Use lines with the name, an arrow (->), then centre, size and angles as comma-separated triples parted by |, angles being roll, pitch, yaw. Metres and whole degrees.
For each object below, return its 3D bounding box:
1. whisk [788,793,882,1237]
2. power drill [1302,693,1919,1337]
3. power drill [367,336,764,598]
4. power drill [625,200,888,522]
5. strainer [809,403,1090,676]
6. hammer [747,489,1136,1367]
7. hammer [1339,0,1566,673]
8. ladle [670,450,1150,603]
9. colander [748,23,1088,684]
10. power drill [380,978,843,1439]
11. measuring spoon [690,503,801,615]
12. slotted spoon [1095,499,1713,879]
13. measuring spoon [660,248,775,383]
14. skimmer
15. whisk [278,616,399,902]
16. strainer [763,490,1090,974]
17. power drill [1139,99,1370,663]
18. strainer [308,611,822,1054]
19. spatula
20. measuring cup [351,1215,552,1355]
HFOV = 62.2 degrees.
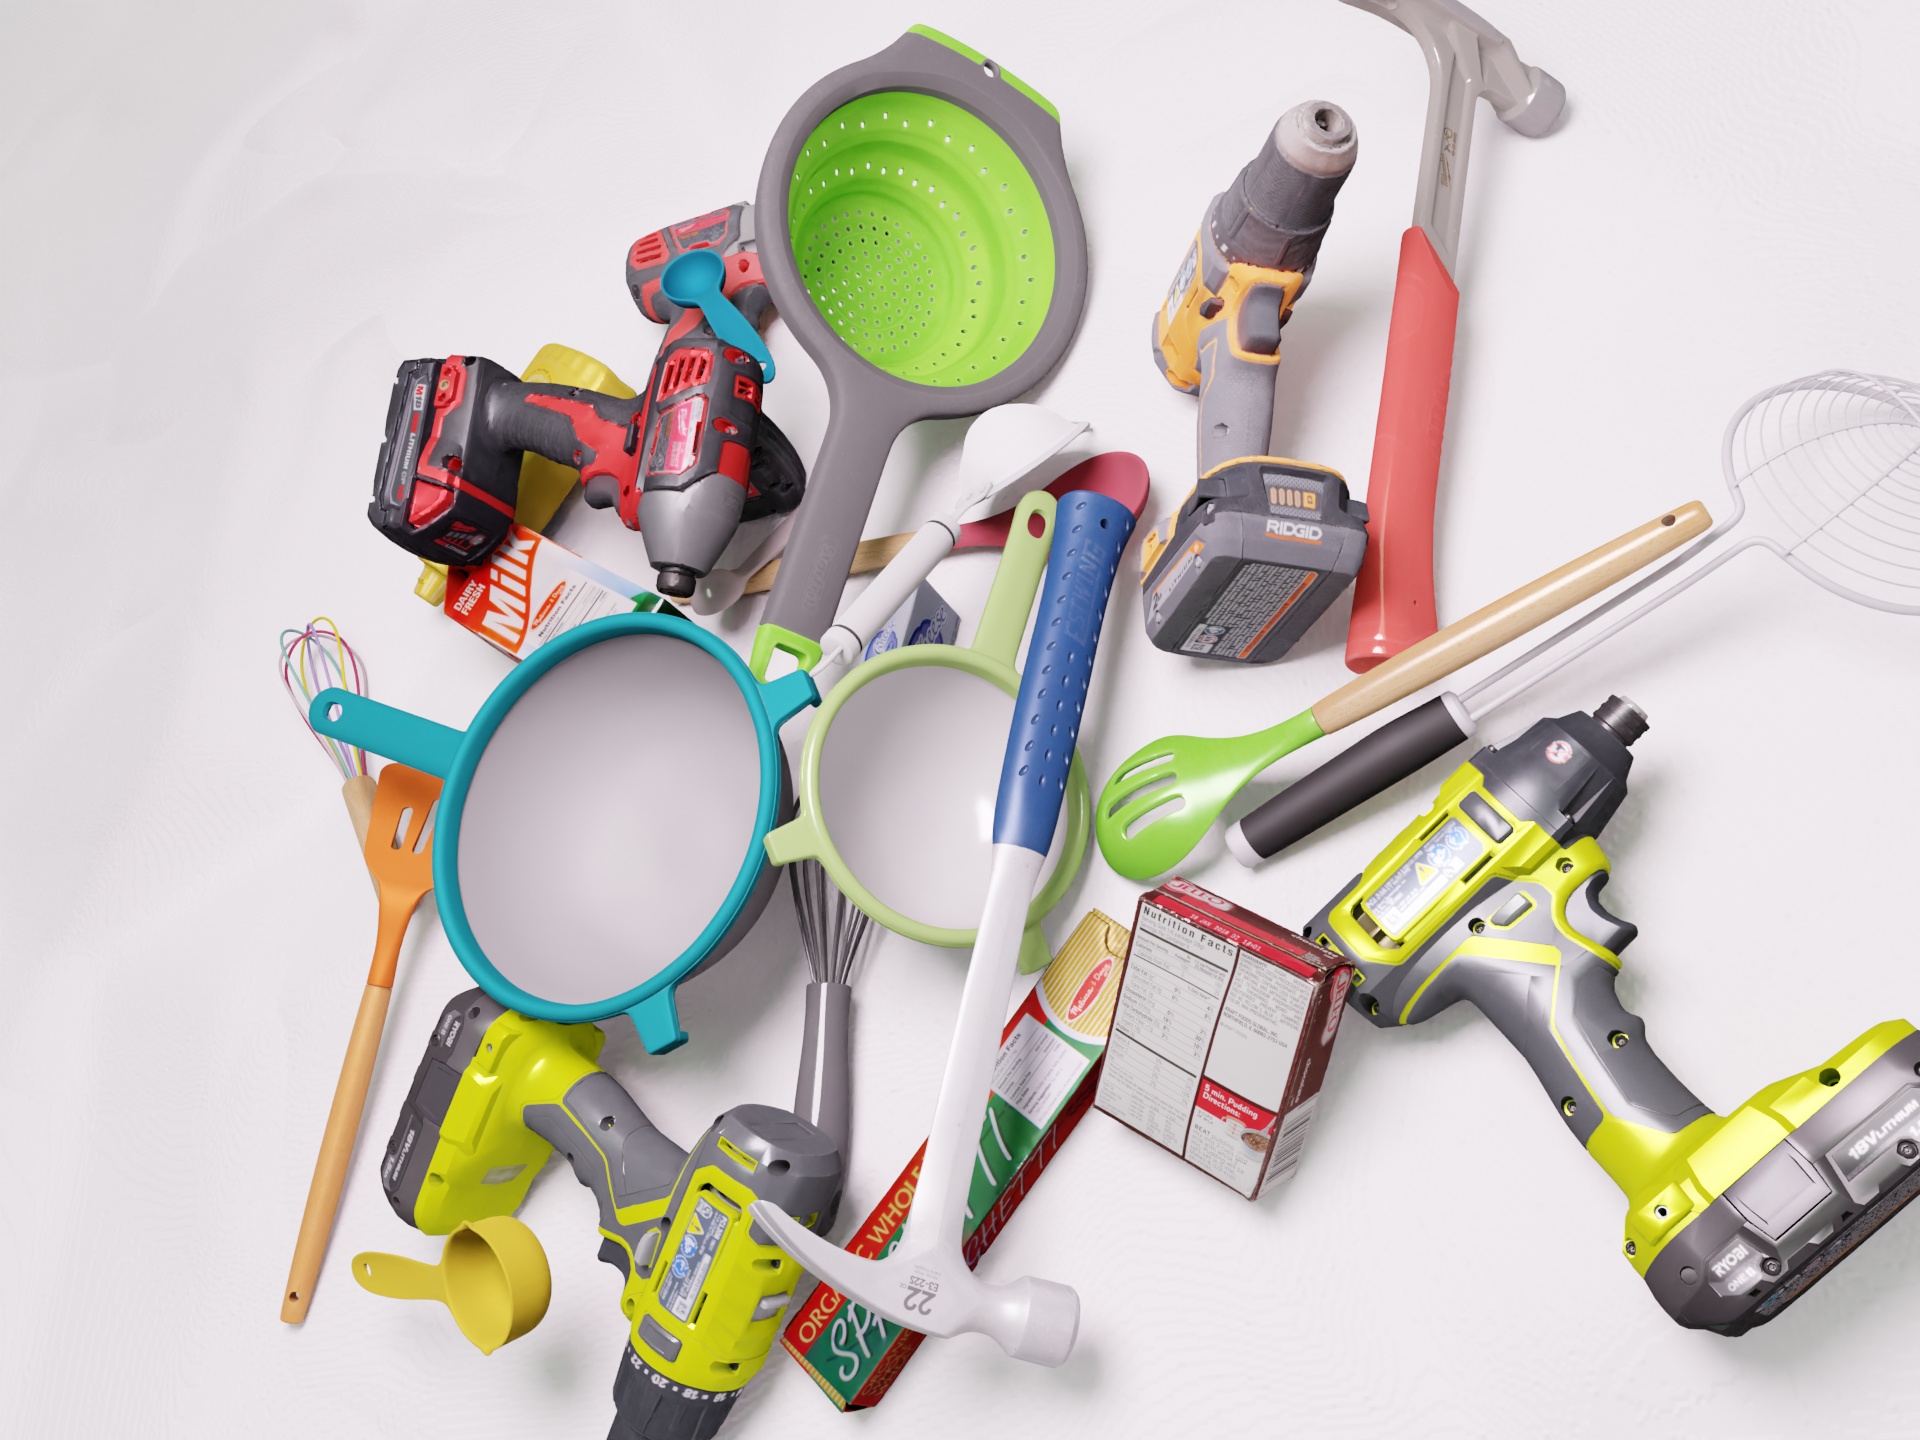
whisk -> -0.067, 0.137, 0.806 | 0.055, 0.055, 0.239 | -7, 68, 23
power drill -> 0.265, 0.106, 0.627 | 0.171, 0.080, 0.223 | -47, 52, 10
power drill -> -0.221, -0.142, 0.908 | 0.220, 0.078, 0.143 | 3, 79, 21
power drill -> -0.134, -0.240, 1.007 | 0.188, 0.080, 0.227 | -10, 59, 22
strainer -> -0.006, -0.104, 0.825 | 0.087, 0.050, 0.258 | -19, 26, 48
hammer -> 0.019, 0.069, 0.733 | 0.144, 0.035, 0.406 | 19, 65, -10
hammer -> 0.223, -0.198, 0.789 | 0.037, 0.149, 0.359 | -17, 59, 61
ladle -> -0.036, -0.098, 0.916 | 0.315, 0.031, 0.069 | -9, 53, 25
colander -> -0.059, -0.195, 0.915 | 0.094, 0.204, 0.397 | -7, 62, 63
power drill -> -0.179, 0.246, 0.779 | 0.229, 0.080, 0.190 | 25, 94, 32
measuring spoon -> -0.116, -0.109, 0.947 | 0.034, 0.018, 0.124 | 19, 59, 46
slotted spoon -> 0.184, -0.014, 0.719 | 0.313, 0.031, 0.070 | -31, 48, 25
measuring spoon -> -0.140, -0.237, 0.956 | 0.042, 0.021, 0.129 | -33, 60, -4
skimmer -> 0.287, -0.029, 0.720 | 0.363, 0.090, 0.127 | -35, 61, 19
whisk -> -0.393, 0.023, 1.024 | 0.047, 0.051, 0.245 | -33, 59, 2
strainer -> -0.001, -0.003, 0.813 | 0.069, 0.151, 0.256 | -38, 30, 60
power drill -> 0.145, -0.163, 0.769 | 0.084, 0.185, 0.226 | 7, 67, -9
strainer -> -0.216, 0.042, 0.862 | 0.340, 0.095, 0.211 | 15, 80, 32
spatula -> -0.341, 0.180, 0.923 | 0.081, 0.041, 0.323 | 11, 76, -3
measuring cup -> -0.248, 0.266, 0.768 | 0.156, 0.029, 0.062 | -13, 86, 43
